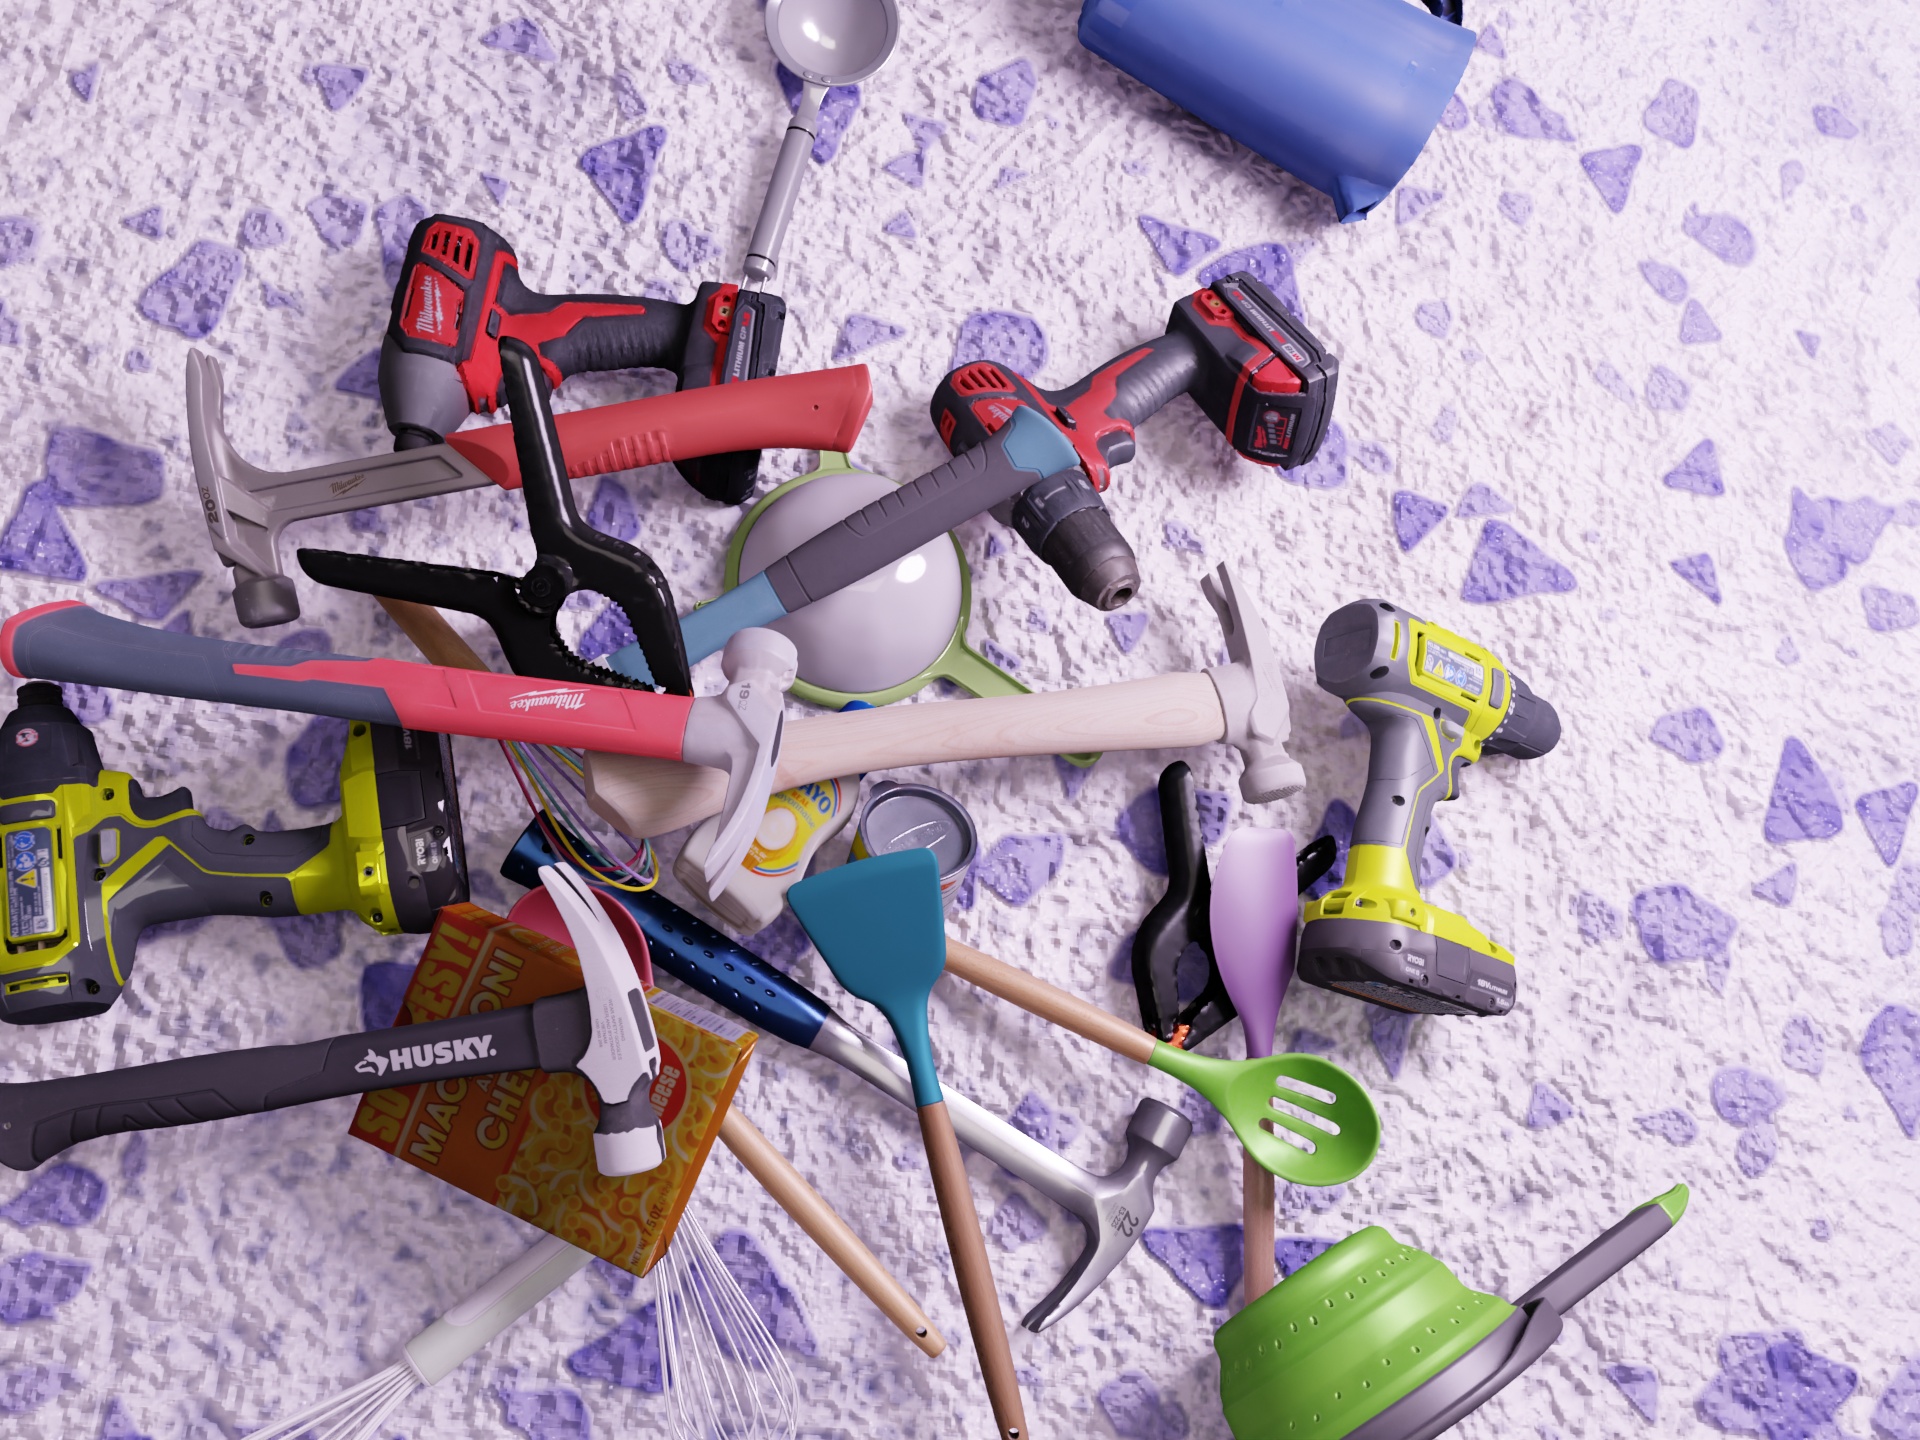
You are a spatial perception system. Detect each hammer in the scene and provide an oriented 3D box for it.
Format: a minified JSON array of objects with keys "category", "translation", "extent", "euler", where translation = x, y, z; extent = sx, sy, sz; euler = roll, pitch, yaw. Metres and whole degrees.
[{"category":"hammer","translation":[-0.282,-0.002,0.774],"extent":[0.386,0.038,0.143],"euler":[7,53,3]},{"category":"hammer","translation":[-0.001,-0.003,0.879],"extent":[0.410,0.038,0.146],"euler":[-7,73,-23]},{"category":"hammer","translation":[-0.312,0.162,0.760],"extent":[0.335,0.035,0.146],"euler":[-10,88,6]},{"category":"hammer","translation":[-0.072,0.180,0.874],"extent":[0.405,0.035,0.144],"euler":[33,71,-4]},{"category":"hammer","translation":[-0.226,-0.155,0.856],"extent":[0.359,0.037,0.149],"euler":[-11,92,-2]},{"category":"hammer","translation":[-0.089,-0.079,0.874],"extent":[0.331,0.033,0.128],"euler":[-29,88,5]}]

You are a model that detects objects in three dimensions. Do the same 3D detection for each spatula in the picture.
[{"category":"spatula","translation":[0.169,0.219,0.911],"extent":[0.059,0.018,0.316],"euler":[3,84,-22]},{"category":"spatula","translation":[-0.012,0.228,0.833],"extent":[0.082,0.044,0.317],"euler":[-16,81,0]}]

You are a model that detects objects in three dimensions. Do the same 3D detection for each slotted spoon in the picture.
[{"category":"slotted spoon","translation":[0.085,0.173,0.893],"extent":[0.314,0.031,0.070],"euler":[24,89,5]}]

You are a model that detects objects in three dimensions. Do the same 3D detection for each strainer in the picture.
[{"category":"strainer","translation":[-0.017,-0.056,0.929],"extent":[0.256,0.069,0.151],"euler":[35,71,-2]},{"category":"strainer","translation":[-0.100,-0.380,1.008],"extent":[0.087,0.050,0.258],"euler":[16,79,-3]}]

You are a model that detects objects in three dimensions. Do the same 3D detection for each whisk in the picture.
[{"category":"whisk","translation":[-0.275,0.323,0.784],"extent":[0.246,0.058,0.059],"euler":[-35,121,-23]},{"category":"whisk","translation":[-0.151,0.260,0.827],"extent":[0.070,0.070,0.285],"euler":[-18,76,-17]},{"category":"whisk","translation":[-0.245,0.001,0.853],"extent":[0.047,0.051,0.245],"euler":[-34,73,-34]}]

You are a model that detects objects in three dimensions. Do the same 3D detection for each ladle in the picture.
[{"category":"ladle","translation":[-0.118,0.207,0.820],"extent":[0.069,0.031,0.315],"euler":[-43,86,-9]}]

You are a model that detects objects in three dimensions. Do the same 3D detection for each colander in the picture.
[{"category":"colander","translation":[0.265,0.312,0.875],"extent":[0.397,0.204,0.095],"euler":[-17,61,-35]}]

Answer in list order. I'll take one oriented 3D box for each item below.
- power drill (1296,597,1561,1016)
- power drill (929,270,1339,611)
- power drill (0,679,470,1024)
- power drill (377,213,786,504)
[{"category":"power drill","translation":[0.288,0.058,0.960],"extent":[0.190,0.080,0.229],"euler":[21,71,-31]},{"category":"power drill","translation":[0.116,-0.168,0.960],"extent":[0.226,0.080,0.188],"euler":[-23,58,-16]},{"category":"power drill","translation":[-0.376,0.049,0.812],"extent":[0.223,0.080,0.171],"euler":[-9,74,-13]},{"category":"power drill","translation":[-0.219,-0.200,0.915],"extent":[0.219,0.078,0.143],"euler":[10,74,-8]}]
